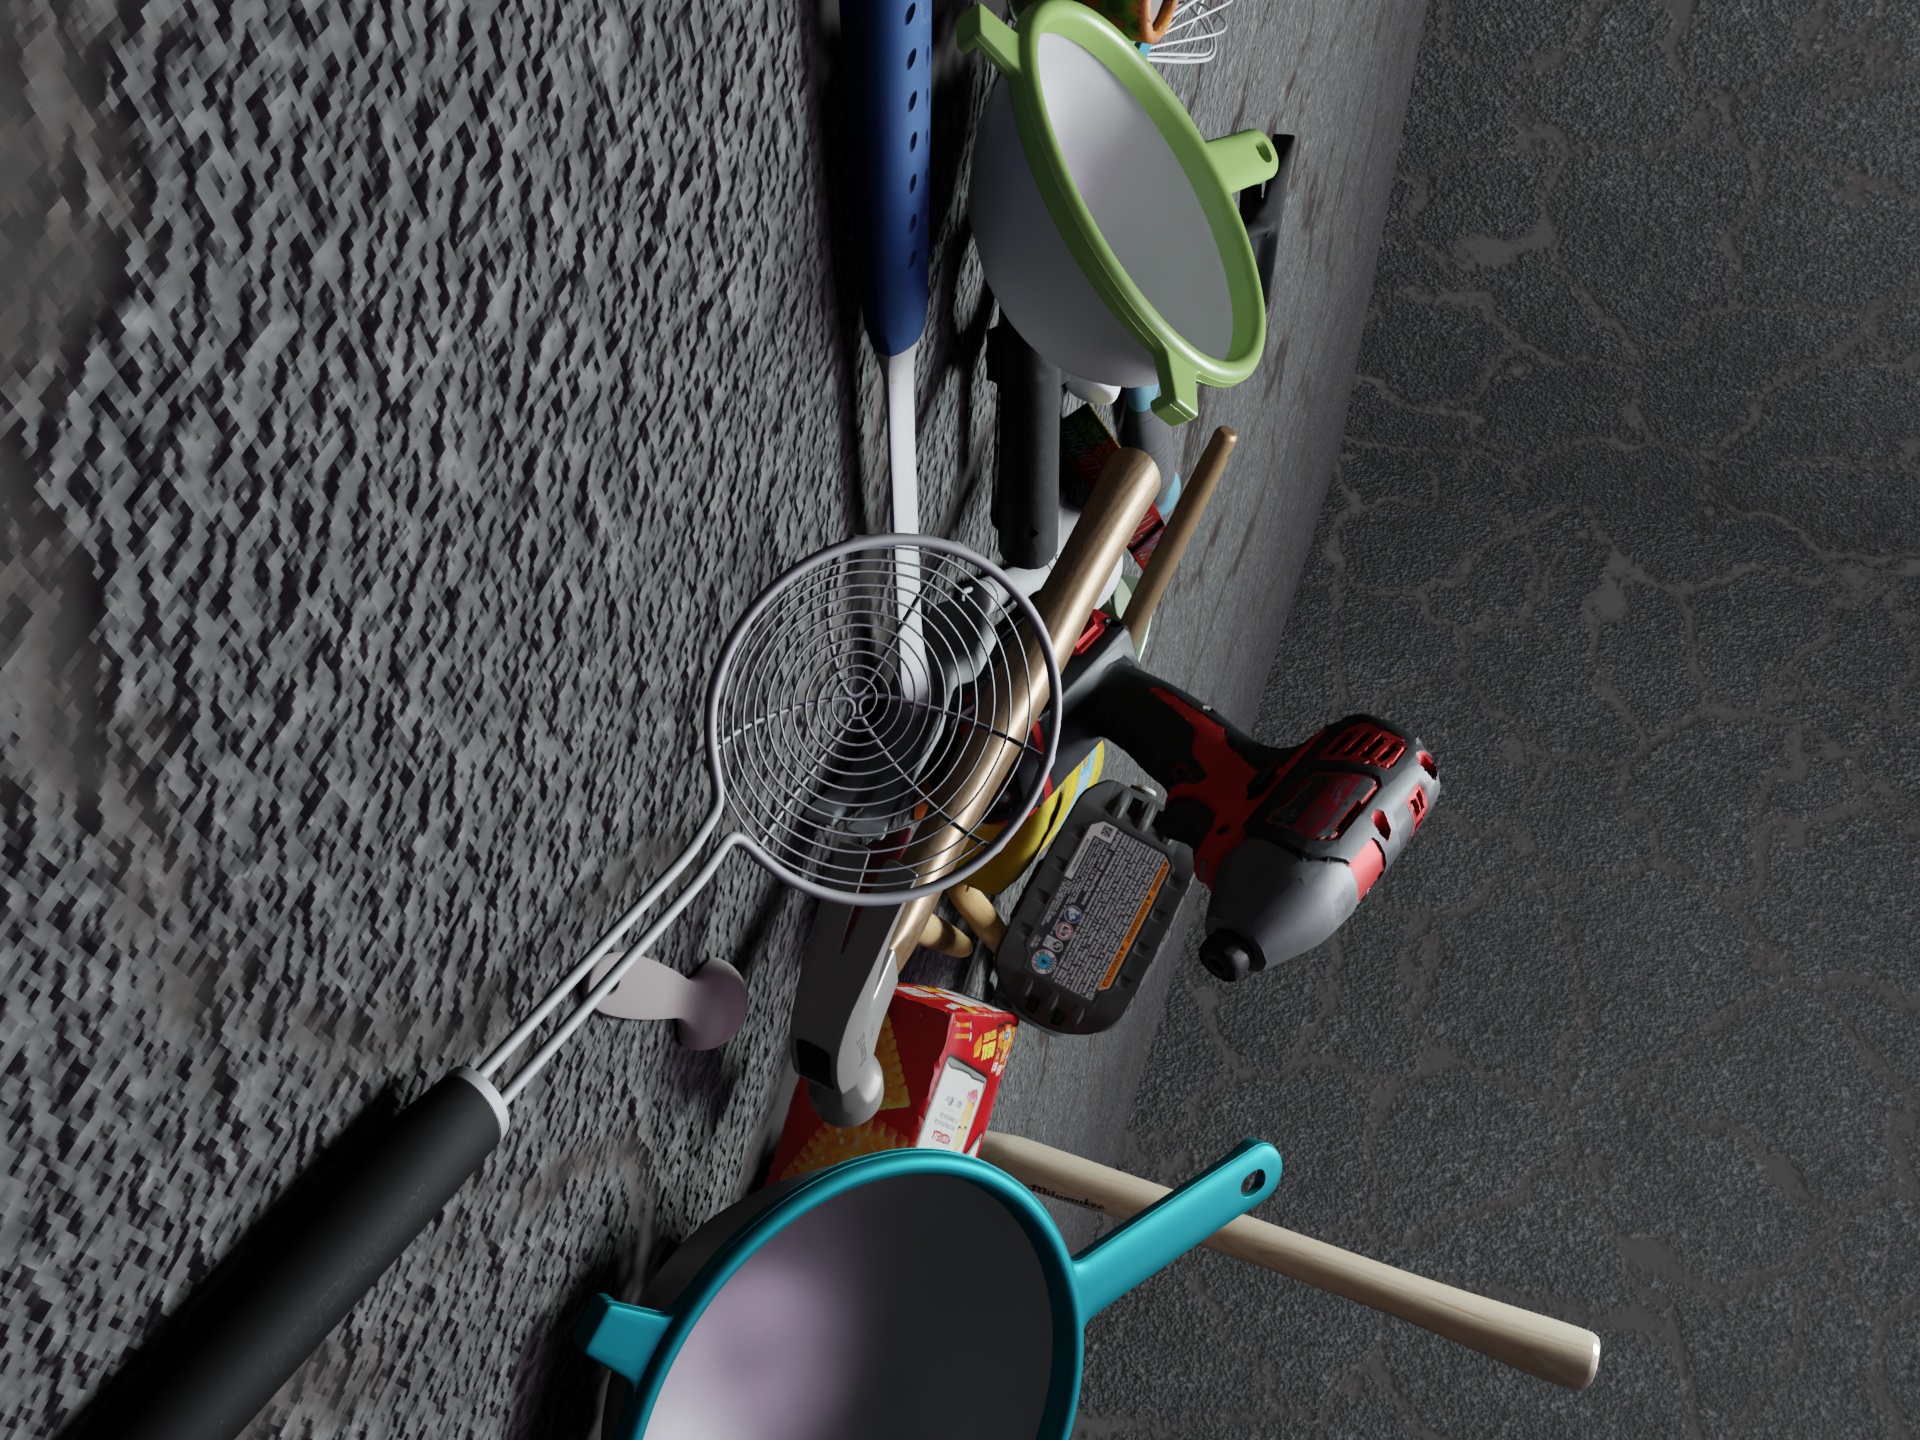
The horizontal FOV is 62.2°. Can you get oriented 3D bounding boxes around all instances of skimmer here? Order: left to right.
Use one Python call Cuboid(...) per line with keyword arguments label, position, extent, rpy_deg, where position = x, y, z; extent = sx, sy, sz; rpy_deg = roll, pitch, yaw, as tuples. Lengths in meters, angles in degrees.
Cuboid(label="skimmer", position=(-0.075, 0.063, 0.434), extent=(0.363, 0.090, 0.127), rpy_deg=(-51, 124, -52))

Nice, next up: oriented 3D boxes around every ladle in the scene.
Cuboid(label="ladle", position=(-0.021, 0.105, 0.827), extent=(0.315, 0.031, 0.069), rpy_deg=(56, 56, -74))

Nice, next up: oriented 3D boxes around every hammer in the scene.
Cuboid(label="hammer", position=(-0.023, -0.122, 0.555), extent=(0.405, 0.035, 0.144), rpy_deg=(90, 20, -47))
Cuboid(label="hammer", position=(0.015, 0.004, 0.674), extent=(0.130, 0.031, 0.331), rpy_deg=(89, 25, -57))
Cuboid(label="hammer", position=(0.118, -0.205, 1.025), extent=(0.330, 0.033, 0.128), rpy_deg=(51, 57, -73))
Cuboid(label="hammer", position=(0.110, -0.264, 0.832), extent=(0.337, 0.034, 0.127), rpy_deg=(-22, 122, -62))
Cuboid(label="hammer", position=(0.156, 0.295, 0.920), extent=(0.146, 0.411, 0.038), rpy_deg=(79, 30, -60))

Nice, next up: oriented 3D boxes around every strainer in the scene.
Cuboid(label="strainer", position=(-0.010, 0.242, 0.659), extent=(0.340, 0.095, 0.211), rpy_deg=(-19, 107, -36))
Cuboid(label="strainer", position=(0.047, -0.079, 0.872), extent=(0.258, 0.050, 0.087), rpy_deg=(-31, 119, -66))
Cuboid(label="strainer", position=(0.067, -0.201, 0.631), extent=(0.151, 0.069, 0.256), rpy_deg=(60, 33, -9))

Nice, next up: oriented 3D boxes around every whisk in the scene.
Cuboid(label="whisk", position=(0.073, -0.307, 0.726), extent=(0.057, 0.059, 0.246), rpy_deg=(59, 38, -18))

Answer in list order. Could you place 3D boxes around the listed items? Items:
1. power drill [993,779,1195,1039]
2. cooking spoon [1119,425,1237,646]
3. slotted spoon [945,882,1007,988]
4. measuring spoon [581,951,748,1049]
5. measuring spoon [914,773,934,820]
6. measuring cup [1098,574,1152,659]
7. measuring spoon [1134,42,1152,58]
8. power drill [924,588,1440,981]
Cuboid(label="power drill", position=(0.079, 0.108, 0.952), extent=(0.171, 0.080, 0.223), rpy_deg=(-62, 175, -6))
Cuboid(label="cooking spoon", position=(0.108, -0.056, 1.038), extent=(0.069, 0.017, 0.318), rpy_deg=(-44, 163, -50))
Cuboid(label="slotted spoon", position=(0.024, 0.139, 1.039), extent=(0.313, 0.031, 0.070), rpy_deg=(61, 48, -68))
Cuboid(label="measuring spoon", position=(-0.096, 0.094, 0.537), extent=(0.124, 0.018, 0.034), rpy_deg=(52, 55, -72))
Cuboid(label="measuring spoon", position=(-0.001, -0.003, 0.817), extent=(0.021, 0.011, 0.117), rpy_deg=(54, 53, -73))
Cuboid(label="measuring cup", position=(0.100, -0.075, 1.087), extent=(0.167, 0.038, 0.083), rpy_deg=(38, 68, -72))
Cuboid(label="measuring spoon", position=(0.091, -0.290, 0.661), extent=(0.128, 0.021, 0.042), rpy_deg=(-58, 171, 27))
Cuboid(label="power drill", position=(0.092, 0.030, 0.739), extent=(0.143, 0.220, 0.078), rpy_deg=(-44, 141, -27))
